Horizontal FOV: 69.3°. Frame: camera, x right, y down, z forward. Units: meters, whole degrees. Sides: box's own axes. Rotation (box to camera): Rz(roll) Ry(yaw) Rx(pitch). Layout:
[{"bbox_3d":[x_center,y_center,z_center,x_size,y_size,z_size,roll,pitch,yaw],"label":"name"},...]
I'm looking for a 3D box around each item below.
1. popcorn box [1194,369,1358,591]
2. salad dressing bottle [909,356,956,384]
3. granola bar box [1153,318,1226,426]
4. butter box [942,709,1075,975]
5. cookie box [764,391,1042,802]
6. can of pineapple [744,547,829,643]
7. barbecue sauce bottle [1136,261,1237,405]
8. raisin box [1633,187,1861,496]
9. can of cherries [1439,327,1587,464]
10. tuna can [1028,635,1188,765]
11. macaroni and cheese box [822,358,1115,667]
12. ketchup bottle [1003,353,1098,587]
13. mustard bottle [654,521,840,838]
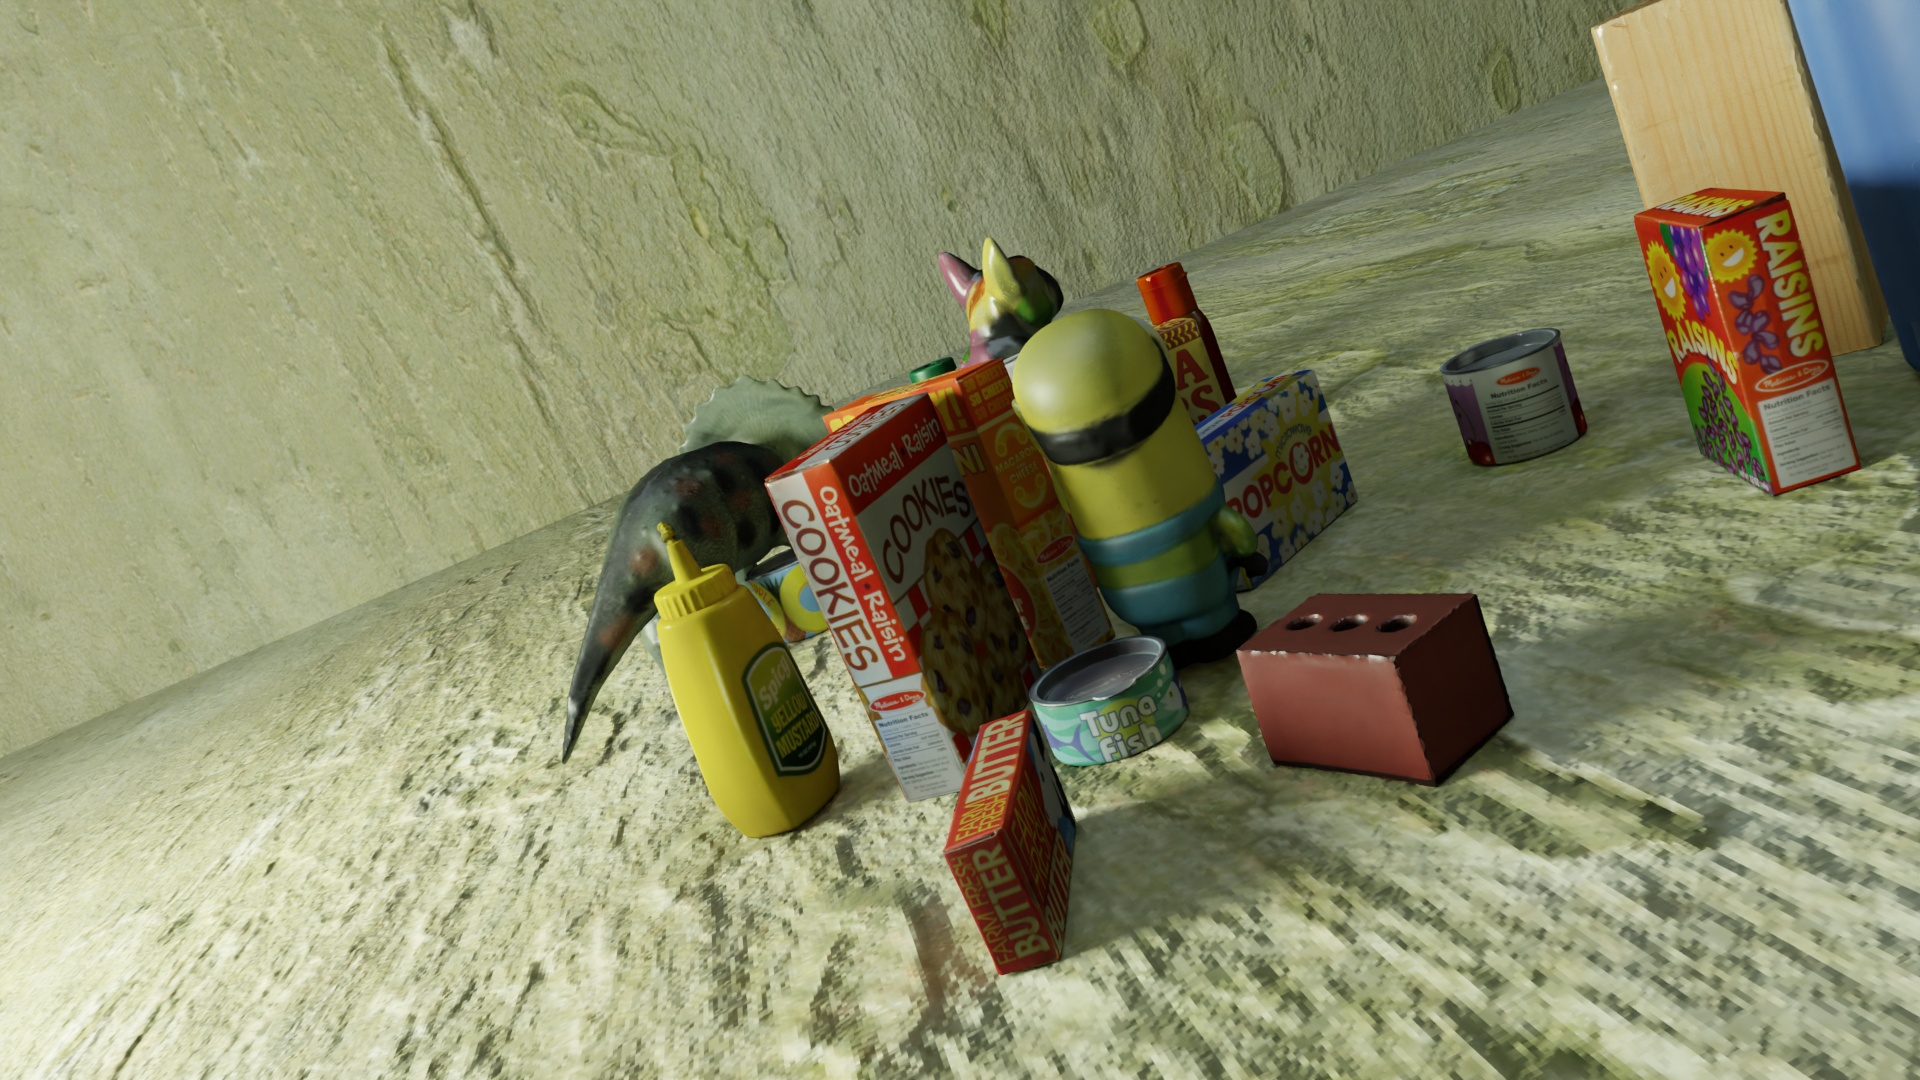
[{"bbox_3d":[0.168,-0.035,0.784,0.038,0.085,0.127,-10,17,47],"label":"popcorn box"},{"bbox_3d":[0.004,-0.067,1.071,0.044,0.147,0.064,-22,12,4],"label":"salad dressing bottle"},{"bbox_3d":[0.097,-0.060,0.926,0.166,0.124,0.039,-24,12,-6],"label":"granola bar box"},{"bbox_3d":[0.020,0.107,0.508,0.024,0.053,0.104,-20,12,13],"label":"butter box"},{"bbox_3d":[-0.023,0.023,0.679,0.040,0.167,0.123,-17,13,25],"label":"cookie box"},{"bbox_3d":[-0.122,0.039,1.050,0.071,0.057,0.071,-22,12,5],"label":"can of pineapple"},{"bbox_3d":[0.177,-0.137,1.063,0.043,0.148,0.065,-16,13,29],"label":"barbecue sauce bottle"},{"bbox_3d":[0.346,-0.091,0.615,0.040,0.123,0.086,-20,12,14],"label":"raisin box"},{"bbox_3d":[0.314,-0.082,0.790,0.071,0.058,0.071,-22,12,5],"label":"can of cherries"},{"bbox_3d":[0.068,0.072,0.624,0.071,0.032,0.071,-22,12,5],"label":"tuna can"},{"bbox_3d":[0.003,-0.010,0.777,0.040,0.166,0.123,-32,15,-38],"label":"macaroni and cheese box"},{"bbox_3d":[0.064,-0.046,0.868,0.043,0.148,0.065,-13,15,39],"label":"ketchup bottle"},{"bbox_3d":[-0.112,0.064,0.677,0.048,0.160,0.065,-16,13,29],"label":"mustard bottle"}]
